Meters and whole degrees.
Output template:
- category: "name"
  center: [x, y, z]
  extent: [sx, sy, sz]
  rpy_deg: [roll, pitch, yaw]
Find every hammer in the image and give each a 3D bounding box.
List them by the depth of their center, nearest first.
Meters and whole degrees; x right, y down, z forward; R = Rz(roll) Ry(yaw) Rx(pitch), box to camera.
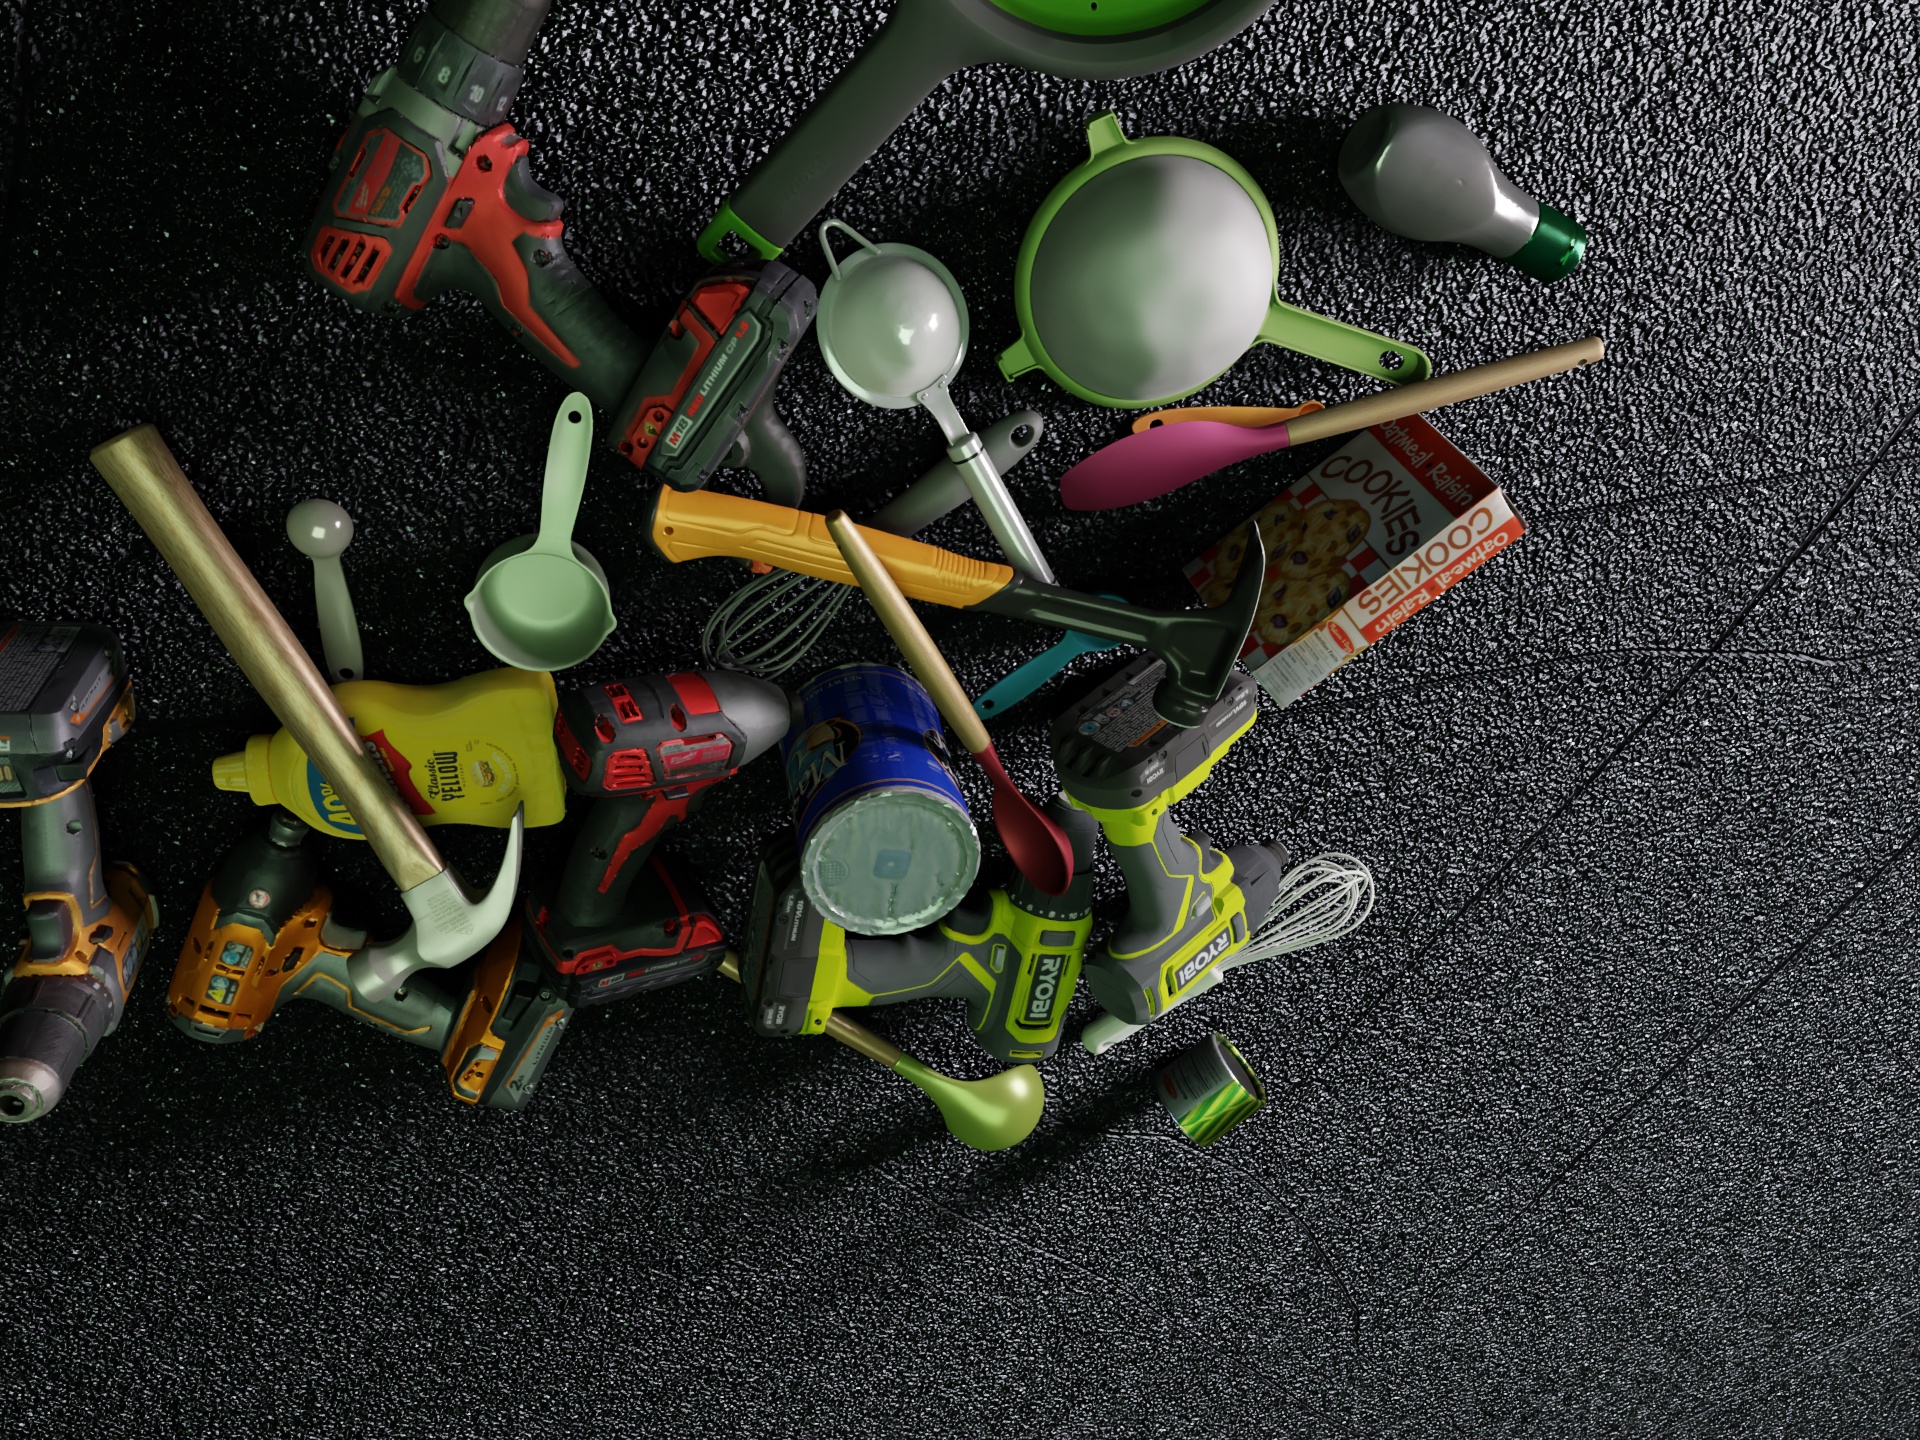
- category: "hammer"
  center: [-0.351, -0.008, 0.860]
  extent: [0.130, 0.031, 0.331]
  rpy_deg: [-29, 108, -1]
- category: "hammer"
  center: [-0.004, -0.083, 0.871]
  extent: [0.336, 0.034, 0.127]
  rpy_deg: [12, 127, -8]

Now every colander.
- category: "colander"
  center: [0.008, -0.359, 0.742]
  extent: [0.204, 0.095, 0.397]
  rpy_deg: [33, 129, -29]

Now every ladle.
- category: "ladle"
  center: [-0.001, -0.003, 0.905]
  extent: [0.031, 0.069, 0.315]
  rpy_deg: [-46, 133, -16]
- category: "ladle"
  center: [-0.068, 0.220, 1.130]
  extent: [0.320, 0.062, 0.078]
  rpy_deg: [35, 111, -22]

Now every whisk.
- category: "whisk"
  center: [-0.049, -0.101, 0.913]
  extent: [0.239, 0.055, 0.055]
  rpy_deg: [-36, 123, 6]
- category: "whisk"
  center: [0.189, 0.174, 1.149]
  extent: [0.246, 0.059, 0.057]
  rpy_deg: [-35, 151, 16]

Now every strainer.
- category: "strainer"
  center: [0.000, -0.156, 0.864]
  extent: [0.087, 0.050, 0.258]
  rpy_deg: [-38, 117, -14]
- category: "strainer"
  center: [0.157, -0.217, 0.868]
  extent: [0.256, 0.069, 0.151]
  rpy_deg: [13, 119, -18]

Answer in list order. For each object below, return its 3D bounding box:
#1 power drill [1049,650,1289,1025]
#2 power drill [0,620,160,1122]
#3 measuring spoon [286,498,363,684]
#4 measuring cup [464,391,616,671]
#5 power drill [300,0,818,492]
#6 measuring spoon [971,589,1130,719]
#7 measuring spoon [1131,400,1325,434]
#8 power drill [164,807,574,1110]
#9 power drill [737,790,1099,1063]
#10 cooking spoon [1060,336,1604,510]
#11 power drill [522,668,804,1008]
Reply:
- category: "power drill"
  center: [0.143, 0.071, 1.034]
  extent: [0.171, 0.080, 0.223]
  rpy_deg: [-36, 131, -25]
- category: "power drill"
  center: [-0.493, 0.083, 0.851]
  extent: [0.084, 0.186, 0.226]
  rpy_deg: [1, 120, -11]
- category: "measuring spoon"
  center: [-0.350, -0.064, 0.885]
  extent: [0.034, 0.018, 0.124]
  rpy_deg: [-4, 124, -11]
- category: "measuring cup"
  center: [-0.223, -0.107, 0.875]
  extent: [0.083, 0.038, 0.167]
  rpy_deg: [8, 119, -18]
- category: "power drill"
  center: [-0.179, -0.236, 0.756]
  extent: [0.226, 0.080, 0.188]
  rpy_deg: [33, 111, -11]
- category: "measuring spoon"
  center: [0.053, -0.042, 0.997]
  extent: [0.128, 0.021, 0.042]
  rpy_deg: [-36, 124, 22]
- category: "measuring spoon"
  center: [0.157, -0.177, 0.933]
  extent: [0.117, 0.011, 0.021]
  rpy_deg: [-5, 123, -6]
- category: "power drill"
  center: [-0.355, 0.147, 0.987]
  extent: [0.226, 0.084, 0.164]
  rpy_deg: [21, 116, -20]
- category: "power drill"
  center: [-0.020, 0.132, 1.051]
  extent: [0.228, 0.080, 0.190]
  rpy_deg: [5, 111, -20]
- category: "cooking spoon"
  center: [0.212, -0.172, 0.916]
  extent: [0.319, 0.017, 0.068]
  rpy_deg: [-15, 153, 3]
- category: "power drill"
  center: [-0.176, 0.062, 0.936]
  extent: [0.143, 0.079, 0.219]
  rpy_deg: [-11, 138, -36]
